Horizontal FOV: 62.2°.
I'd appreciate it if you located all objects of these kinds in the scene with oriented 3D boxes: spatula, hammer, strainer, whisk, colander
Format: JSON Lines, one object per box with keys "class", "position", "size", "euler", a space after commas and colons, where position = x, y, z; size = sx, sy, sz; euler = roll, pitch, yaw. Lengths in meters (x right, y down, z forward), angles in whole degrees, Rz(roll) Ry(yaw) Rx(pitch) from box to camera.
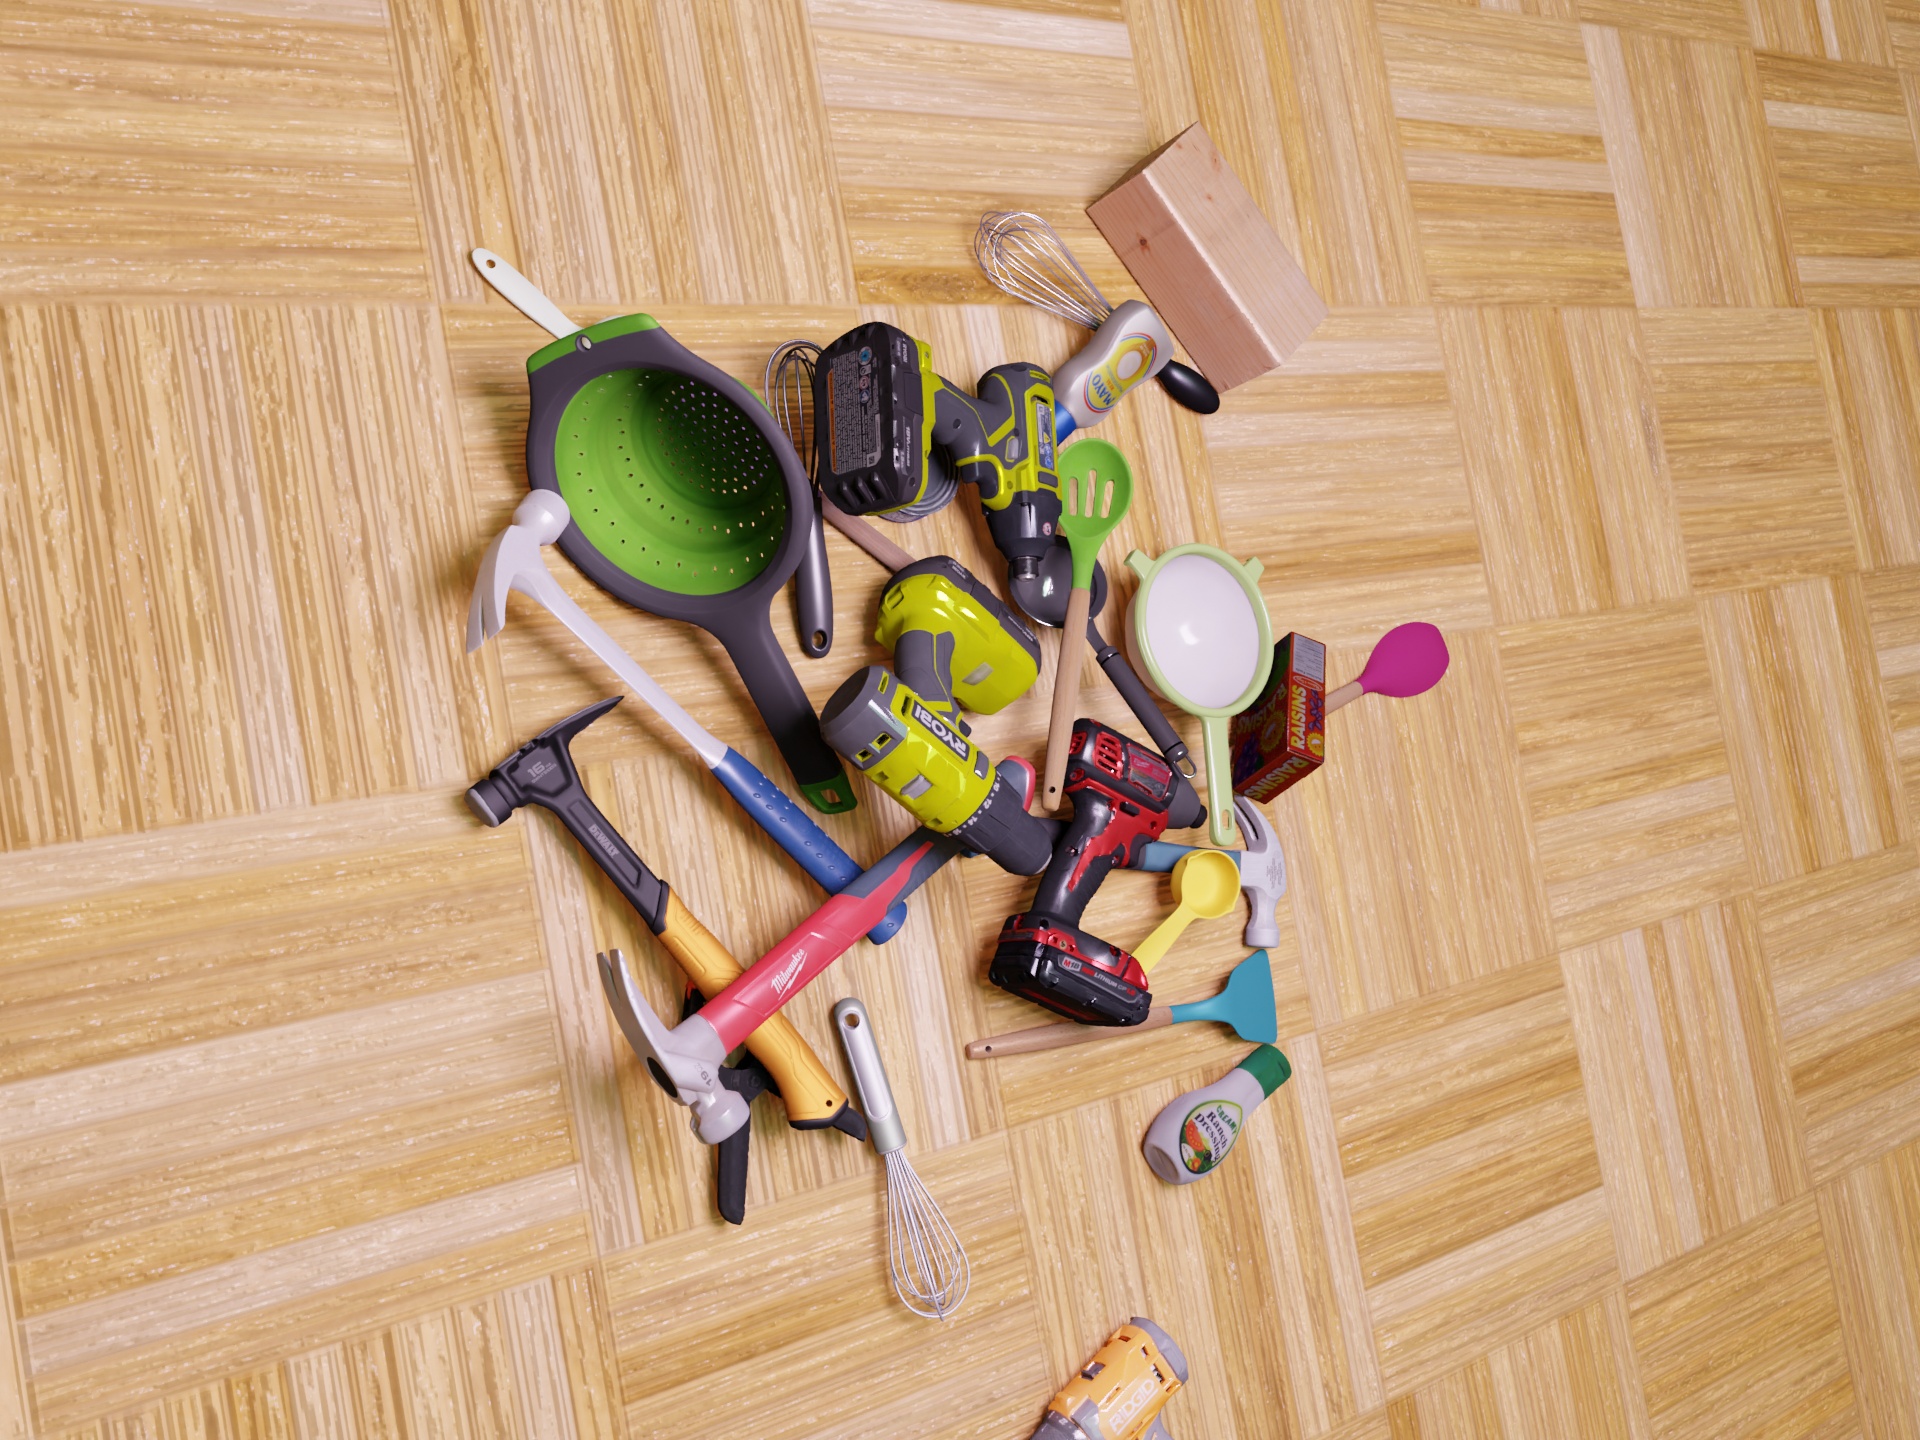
{"class": "spatula", "position": [-0.091, -0.159, 1.237], "size": [0.315, 0.018, 0.060], "euler": [37, 71, -20]}
{"class": "hammer", "position": [0.138, 0.110, 1.323], "size": [0.330, 0.033, 0.128], "euler": [11, 78, -29]}
{"class": "strainer", "position": [0.196, -0.020, 1.355], "size": [0.151, 0.069, 0.256], "euler": [-1, 83, -33]}
{"class": "hammer", "position": [-0.187, 0.143, 1.100], "size": [0.127, 0.034, 0.337], "euler": [-41, 96, -31]}
{"class": "whisk", "position": [-0.049, 0.323, 1.176], "size": [0.058, 0.059, 0.246], "euler": [-18, 87, -4]}
{"class": "strainer", "position": [0.113, -0.057, 1.289], "size": [0.087, 0.050, 0.259], "euler": [-25, 70, -24]}
{"class": "hammer", "position": [-0.180, 0.023, 1.114], "size": [0.405, 0.035, 0.144], "euler": [47, 32, -24]}
{"class": "whisk", "position": [0.124, -0.344, 1.372], "size": [0.284, 0.070, 0.070], "euler": [31, 68, -28]}
{"class": "colander", "position": [-0.157, -0.112, 1.140], "size": [0.396, 0.204, 0.095], "euler": [65, 28, -26]}
{"class": "hammer", "position": [-0.079, 0.119, 1.125], "size": [0.386, 0.038, 0.143], "euler": [-39, 103, -39]}
{"class": "whisk", "position": [-0.113, -0.165, 1.195], "size": [0.055, 0.055, 0.239], "euler": [-8, 99, -31]}
{"class": "spatula", "position": [0.144, 0.249, 1.313], "size": [0.317, 0.044, 0.082], "euler": [-4, 85, -26]}

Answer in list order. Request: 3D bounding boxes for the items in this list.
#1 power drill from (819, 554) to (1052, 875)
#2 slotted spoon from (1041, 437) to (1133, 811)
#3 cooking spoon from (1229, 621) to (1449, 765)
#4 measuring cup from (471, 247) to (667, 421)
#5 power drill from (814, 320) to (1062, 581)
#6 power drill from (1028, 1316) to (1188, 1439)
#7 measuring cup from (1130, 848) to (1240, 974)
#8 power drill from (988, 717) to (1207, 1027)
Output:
{"class": "power drill", "position": [-0.002, -0.004, 1.164], "size": [0.190, 0.080, 0.229], "euler": [41, 30, -20]}
{"class": "slotted spoon", "position": [0.089, -0.079, 1.262], "size": [0.070, 0.031, 0.314], "euler": [7, 71, 6]}
{"class": "cooking spoon", "position": [0.352, -0.020, 1.476], "size": [0.319, 0.017, 0.069], "euler": [-25, 93, -31]}
{"class": "measuring cup", "position": [-0.274, -0.282, 1.134], "size": [0.167, 0.038, 0.083], "euler": [39, 65, -22]}
{"class": "power drill", "position": [-0.004, -0.202, 1.207], "size": [0.223, 0.080, 0.171], "euler": [7, 77, -50]}
{"class": "power drill", "position": [0.139, 0.608, 1.225], "size": [0.185, 0.084, 0.226], "euler": [-36, 97, -29]}
{"class": "measuring cup", "position": [0.167, 0.168, 1.306], "size": [0.156, 0.029, 0.062], "euler": [-45, 107, -13]}
{"class": "power drill", "position": [0.116, 0.121, 1.249], "size": [0.143, 0.078, 0.220], "euler": [28, 69, -24]}
